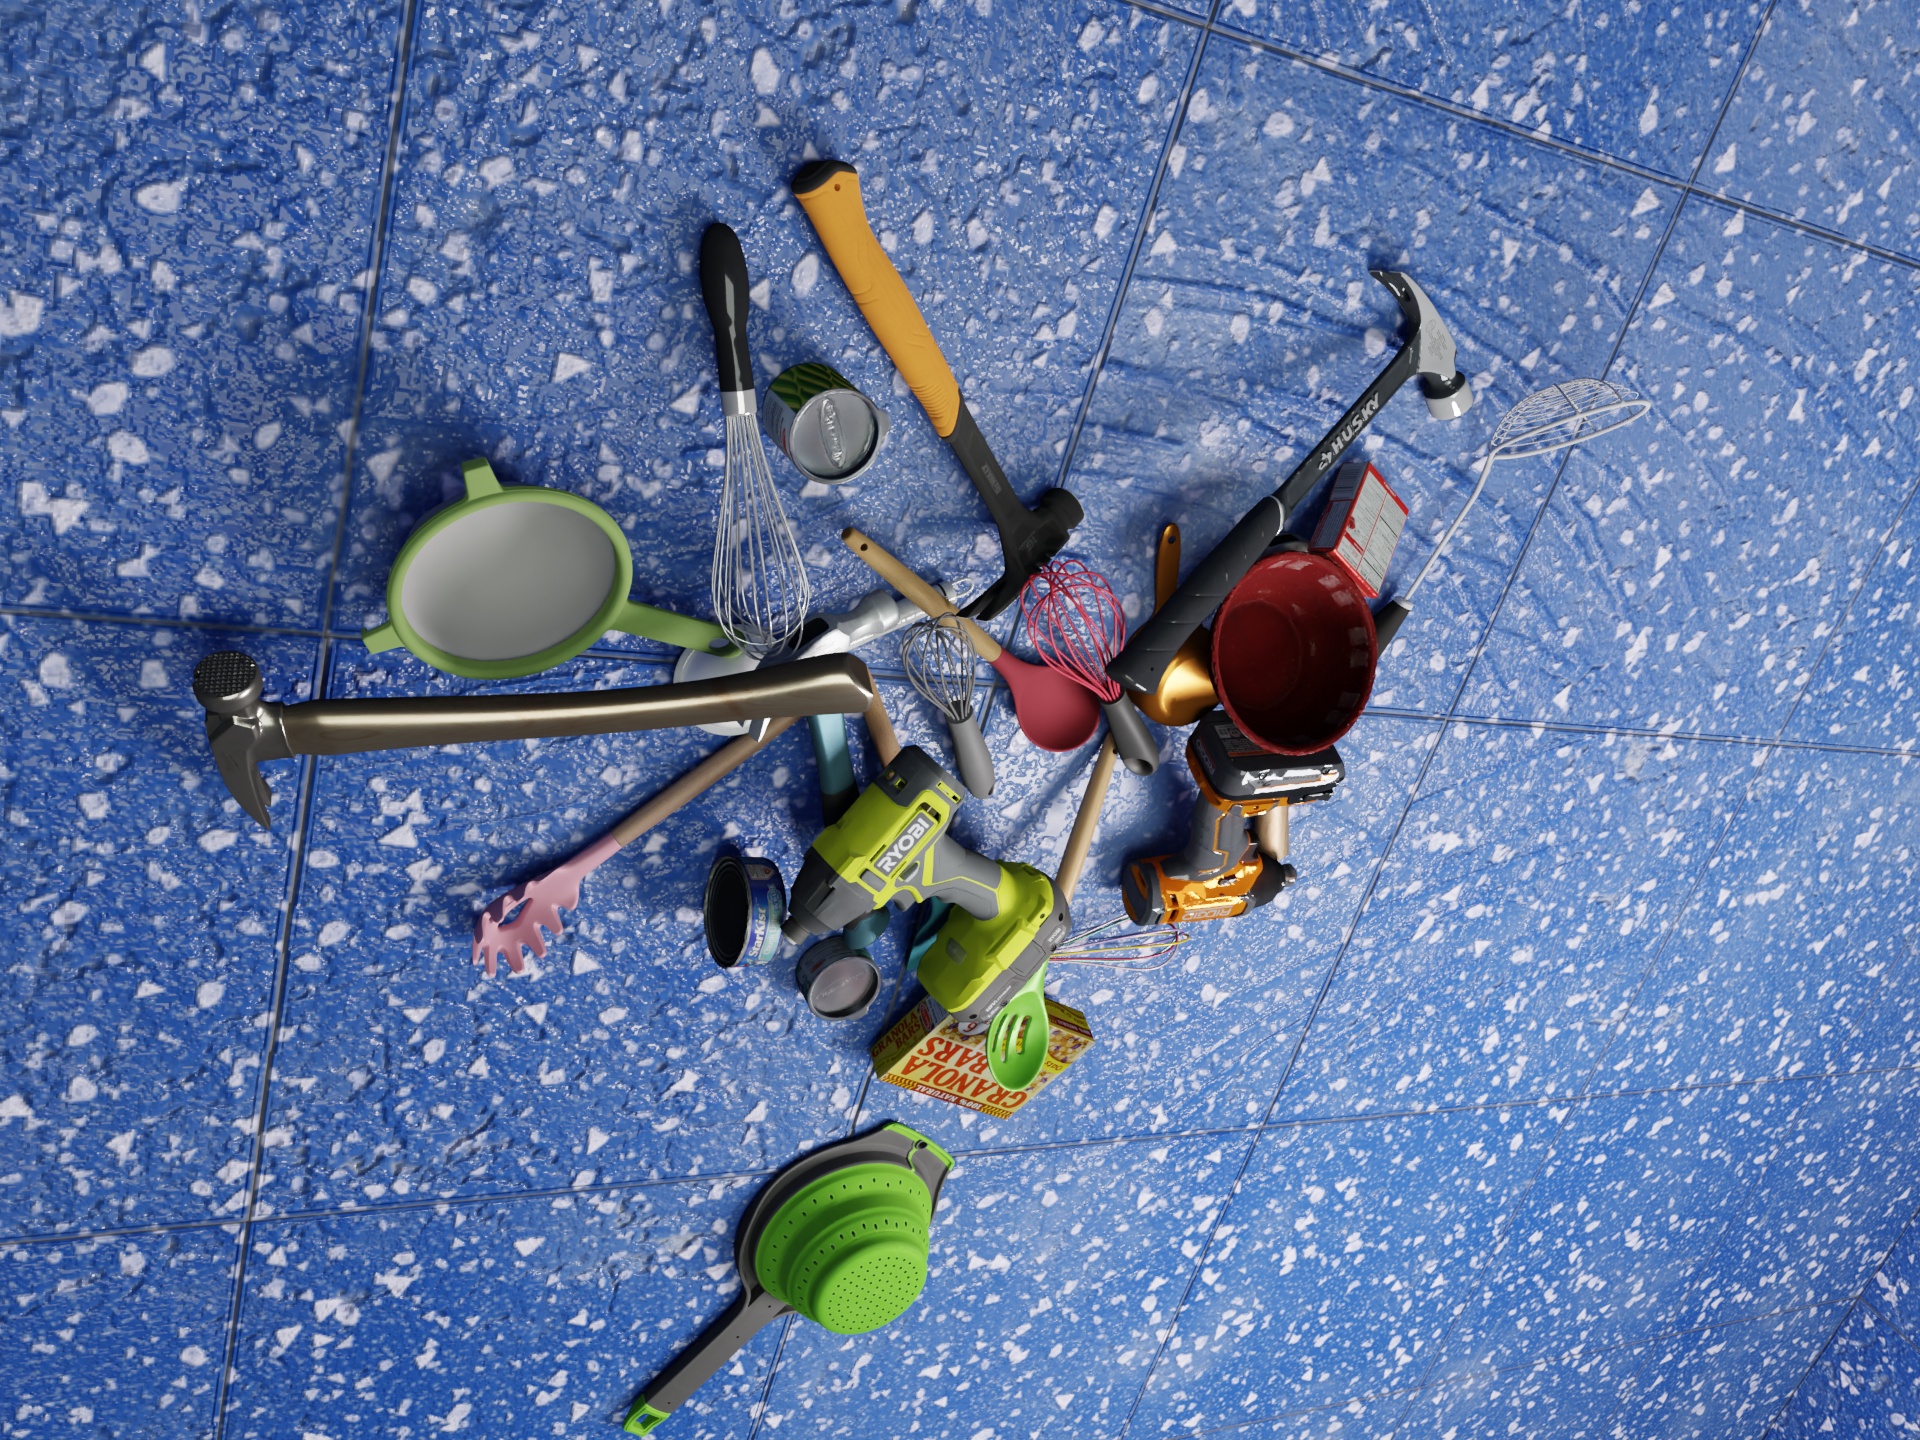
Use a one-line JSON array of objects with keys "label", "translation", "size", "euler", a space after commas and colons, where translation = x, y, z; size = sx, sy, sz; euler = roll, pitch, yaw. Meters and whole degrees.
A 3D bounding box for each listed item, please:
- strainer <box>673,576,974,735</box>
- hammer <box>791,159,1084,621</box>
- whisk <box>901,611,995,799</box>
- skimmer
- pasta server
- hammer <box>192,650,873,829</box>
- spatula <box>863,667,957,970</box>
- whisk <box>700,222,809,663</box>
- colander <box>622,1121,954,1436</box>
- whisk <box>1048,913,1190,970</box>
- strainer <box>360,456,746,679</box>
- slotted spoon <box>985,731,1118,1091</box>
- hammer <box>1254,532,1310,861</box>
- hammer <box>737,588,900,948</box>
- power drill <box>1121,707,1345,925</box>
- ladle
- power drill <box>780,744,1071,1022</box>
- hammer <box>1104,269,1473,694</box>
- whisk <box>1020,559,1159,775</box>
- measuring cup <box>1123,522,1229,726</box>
[{"label": "strainer", "translation": [-0.102, -0.053, 1.158], "size": [0.258, 0.050, 0.086], "euler": [-25, 120, -16]}, {"label": "hammer", "translation": [-0.023, -0.222, 1.080], "size": [0.127, 0.034, 0.336], "euler": [-50, 129, -22]}, {"label": "whisk", "translation": [-0.001, -0.003, 1.206], "size": [0.055, 0.055, 0.238], "euler": [-30, 146, -8]}, {"label": "skimmer", "translation": [0.437, -0.136, 1.355], "size": [0.363, 0.090, 0.127], "euler": [-59, 158, 17]}, {"label": "pasta server", "translation": [-0.228, 0.076, 1.171], "size": [0.316, 0.040, 0.060], "euler": [-36, 141, -5]}, {"label": "hammer", "translation": [-0.262, 0.001, 1.034], "size": [0.410, 0.038, 0.146], "euler": [-5, 144, -14]}, {"label": "spatula", "translation": [-0.041, 0.083, 1.284], "size": [0.082, 0.044, 0.317], "euler": [-25, 123, -12]}, {"label": "whisk", "translation": [-0.141, -0.174, 1.030], "size": [0.070, 0.070, 0.284], "euler": [-12, 109, -21]}, {"label": "colander", "translation": [-0.155, 0.548, 1.462], "size": [0.397, 0.095, 0.204], "euler": [-44, 129, 3]}, {"label": "whisk", "translation": [0.095, 0.206, 1.418], "size": [0.245, 0.047, 0.051], "euler": [-6, 122, -21]}, {"label": "strainer", "translation": [-0.252, -0.092, 1.040], "size": [0.256, 0.069, 0.151], "euler": [14, 124, -44]}, {"label": "slotted spoon", "translation": [0.082, 0.160, 1.343], "size": [0.070, 0.031, 0.314], "euler": [16, 93, -38]}, {"label": "hammer", "translation": [0.276, -0.012, 1.385], "size": [0.130, 0.031, 0.331], "euler": [-18, 126, -17]}, {"label": "hammer", "translation": [-0.090, 0.056, 1.203], "size": [0.128, 0.033, 0.330], "euler": [-28, 137, -22]}, {"label": "power drill", "translation": [0.245, 0.090, 1.371], "size": [0.164, 0.084, 0.226], "euler": [-4, 138, -20]}, {"label": "ladle", "translation": [0.010, -0.061, 1.197], "size": [0.069, 0.031, 0.315], "euler": [-53, 135, 0]}, {"label": "power drill", "translation": [-0.027, 0.139, 1.235], "size": [0.171, 0.080, 0.223], "euler": [-48, 132, -2]}, {"label": "hammer", "translation": [0.246, -0.172, 1.200], "size": [0.409, 0.036, 0.149], "euler": [-47, 127, -17]}, {"label": "whisk", "translation": [0.111, -0.032, 1.229], "size": [0.073, 0.073, 0.295], "euler": [-37, 144, -3]}, {"label": "measuring cup", "translation": [0.177, -0.073, 1.281], "size": [0.095, 0.052, 0.173], "euler": [-16, 127, -19]}]
